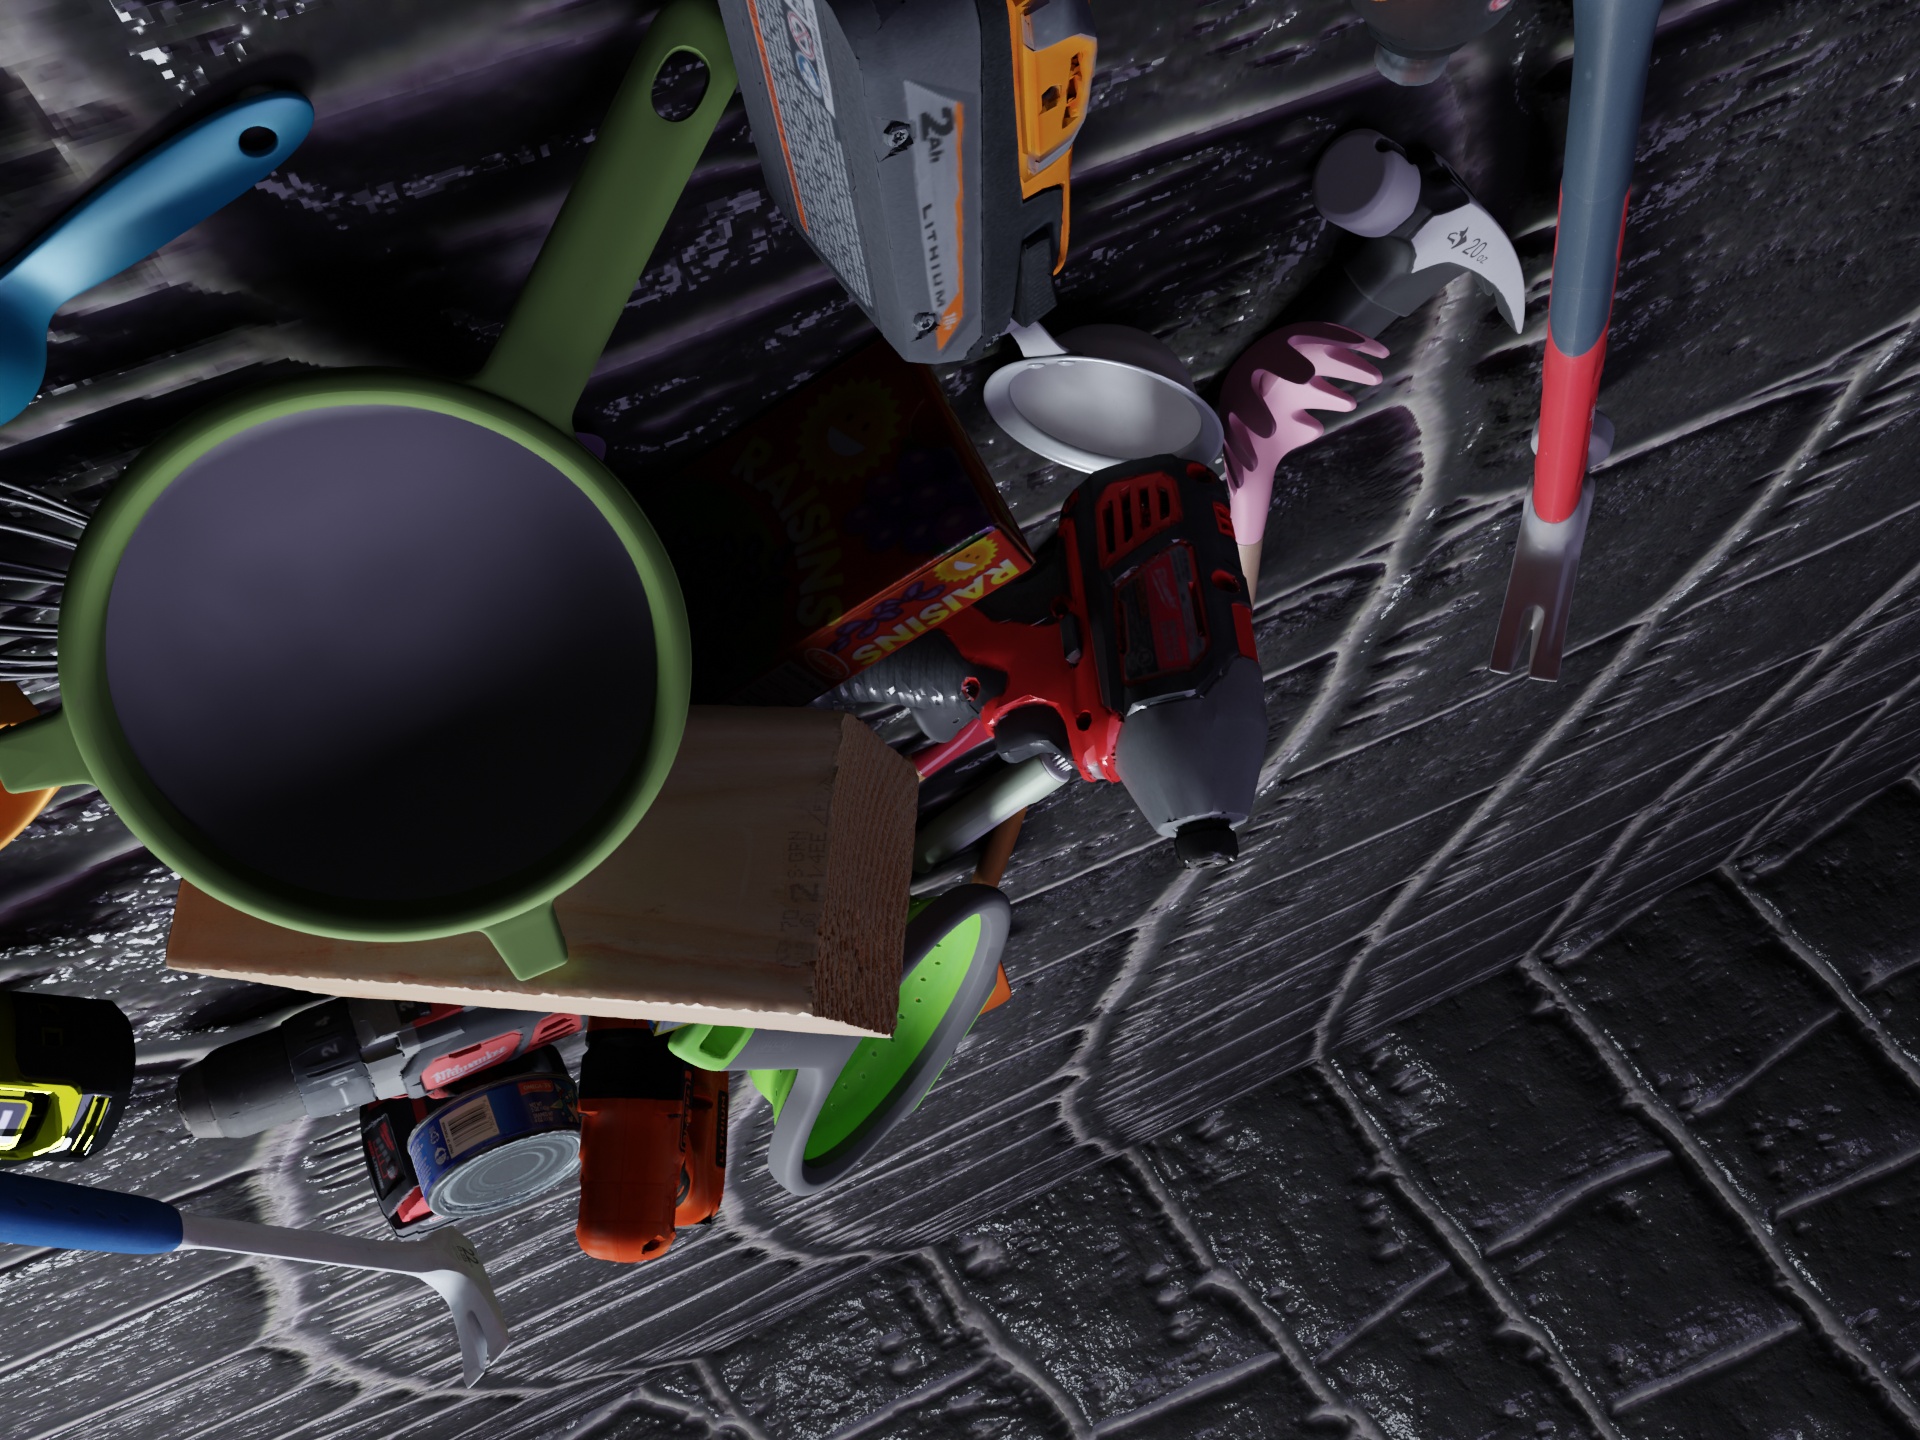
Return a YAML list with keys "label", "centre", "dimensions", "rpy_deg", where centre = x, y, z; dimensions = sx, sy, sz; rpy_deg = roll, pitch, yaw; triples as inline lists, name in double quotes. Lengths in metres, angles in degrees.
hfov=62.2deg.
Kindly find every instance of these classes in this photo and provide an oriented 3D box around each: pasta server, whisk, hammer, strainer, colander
- label: "pasta server"
  centre: [0.122, -0.060, 0.668]
  dimensions: [0.060, 0.040, 0.316]
  rpy_deg: [-35, 156, -13]
- label: "whisk"
  centre: [0.058, 0.019, 0.862]
  dimensions: [0.246, 0.059, 0.058]
  rpy_deg: [-36, -177, 29]
- label: "hammer"
  centre: [-0.379, 0.255, 0.784]
  dimensions: [0.035, 0.144, 0.405]
  rpy_deg: [-47, 145, 2]
- label: "strainer"
  centre: [-0.126, -0.067, 0.418]
  dimensions: [0.151, 0.069, 0.256]
  rpy_deg: [26, 99, -22]
- label: "whisk"
  centre: [-0.203, -0.031, 0.463]
  dimensions: [0.055, 0.055, 0.238]
  rpy_deg: [-41, 152, 29]
- label: "colander"
  centre: [-0.086, 0.145, 0.839]
  dimensions: [0.204, 0.094, 0.396]
  rpy_deg: [-57, 161, -2]
- label: "strainer"
  centre: [0.017, -0.132, 0.509]
  dimensions: [0.087, 0.050, 0.258]
  rpy_deg: [4, 168, 33]
- label: "hammer"
  centre: [0.087, -0.095, 0.667]
  dimensions: [0.146, 0.035, 0.334]
  rpy_deg: [2, 144, -48]
- label: "hammer"
  centre: [0.242, -0.152, 0.627]
  dimensions: [0.038, 0.143, 0.386]
  rpy_deg: [11, 162, 21]

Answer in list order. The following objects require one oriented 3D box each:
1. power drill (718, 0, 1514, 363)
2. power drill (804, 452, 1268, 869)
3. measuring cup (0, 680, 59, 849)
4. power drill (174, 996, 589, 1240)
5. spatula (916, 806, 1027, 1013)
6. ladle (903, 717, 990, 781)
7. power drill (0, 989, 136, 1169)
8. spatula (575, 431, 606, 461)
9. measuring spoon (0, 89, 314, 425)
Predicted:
- label: "power drill"
  centre: [0.061, -0.183, 0.383]
  dimensions: [0.226, 0.084, 0.164]
  rpy_deg: [-33, 158, -10]
- label: "power drill"
  centre: [-0.001, -0.002, 0.572]
  dimensions: [0.219, 0.143, 0.078]
  rpy_deg: [-13, 162, 16]
- label: "measuring cup"
  centre: [-0.275, -0.007, 0.460]
  dimensions: [0.173, 0.052, 0.095]
  rpy_deg: [-40, 174, -45]
- label: "power drill"
  centre: [-0.283, 0.193, 0.822]
  dimensions: [0.188, 0.080, 0.226]
  rpy_deg: [-18, 152, -21]
- label: "spatula"
  centre: [0.016, 0.123, 1.037]
  dimensions: [0.081, 0.041, 0.322]
  rpy_deg: [-18, 154, -19]
- label: "ladle"
  centre: [-0.042, 0.037, 0.814]
  dimensions: [0.315, 0.031, 0.069]
  rpy_deg: [-31, 150, 13]
- label: "power drill"
  centre: [-0.429, 0.189, 0.578]
  dimensions: [0.171, 0.080, 0.223]
  rpy_deg: [17, 110, -41]
- label: "spatula"
  centre: [-0.199, 0.003, 0.586]
  dimensions: [0.059, 0.018, 0.315]
  rpy_deg: [-4, 147, -34]
- label: "measuring spoon"
  centre: [-0.198, -0.101, 0.363]
  dimensions: [0.128, 0.021, 0.042]
  rpy_deg: [-30, 157, 9]
